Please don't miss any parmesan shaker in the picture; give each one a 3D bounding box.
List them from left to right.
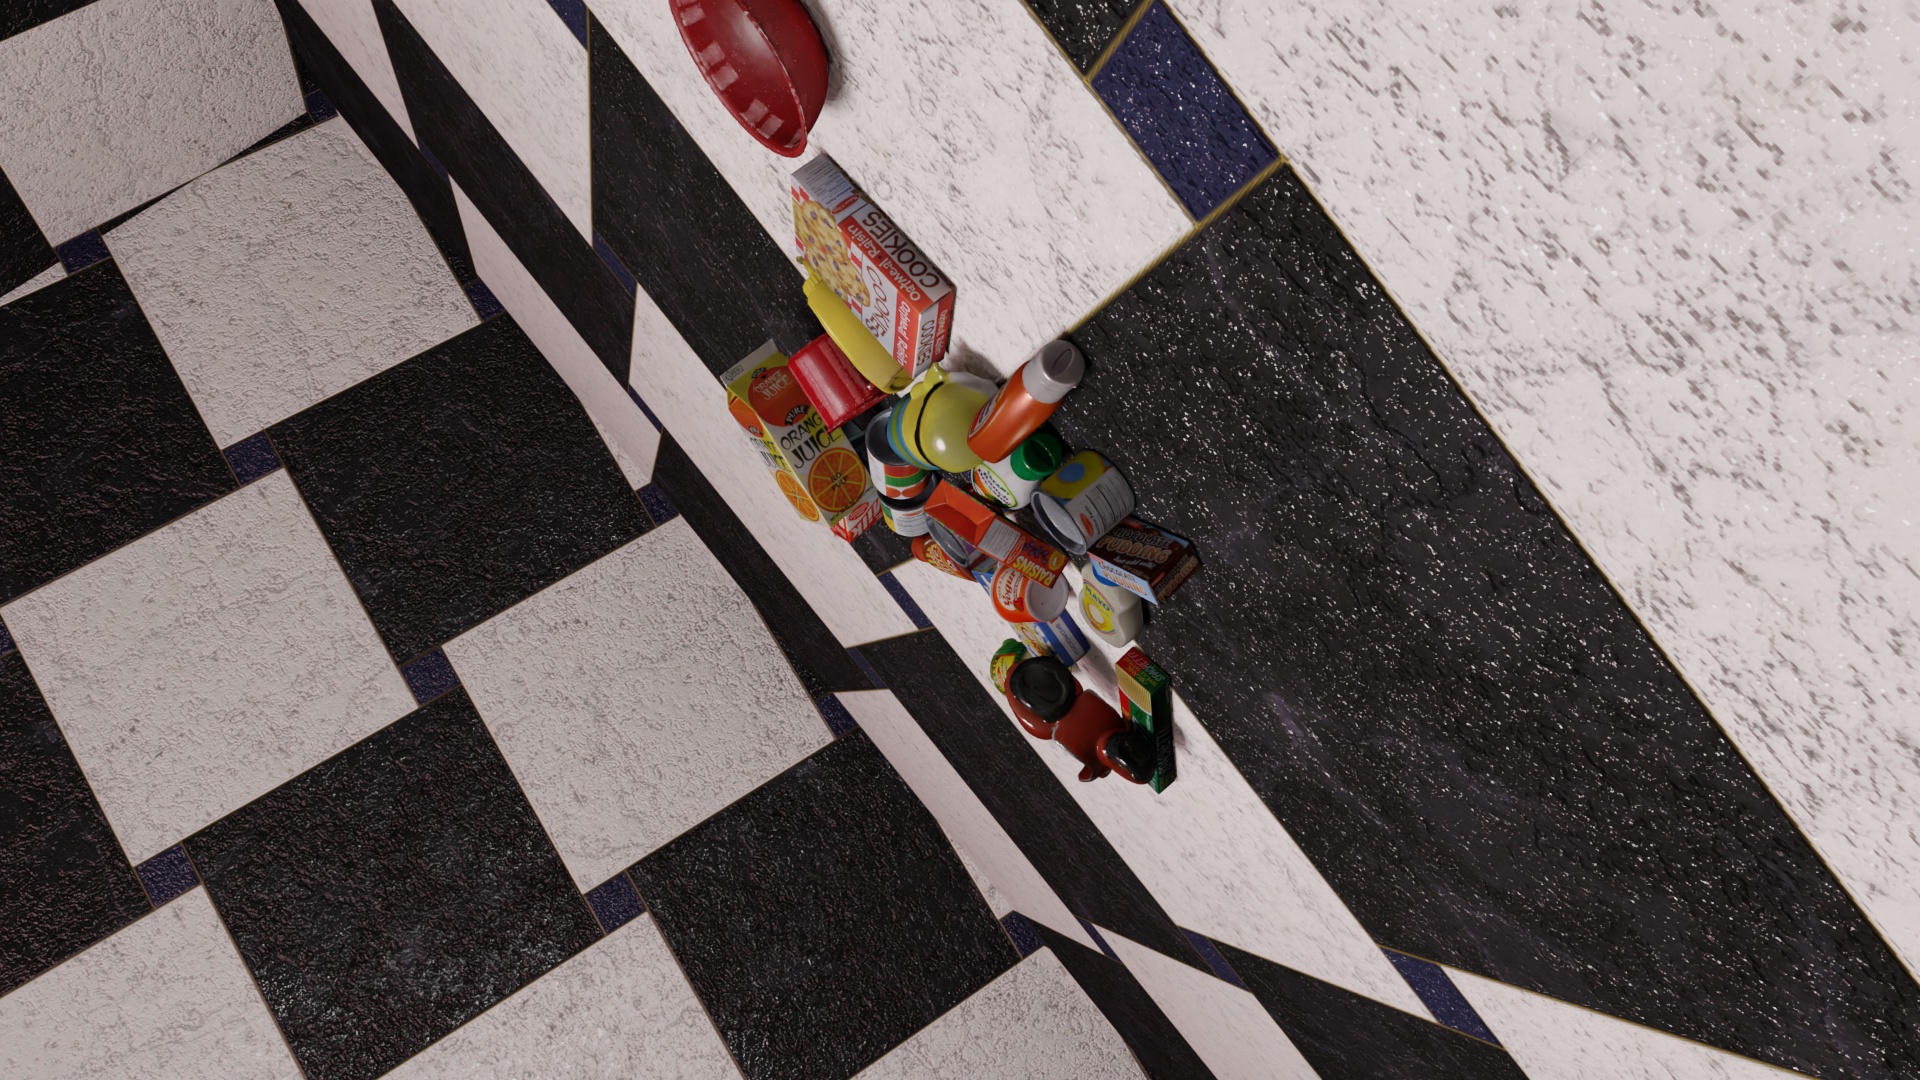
[{"bbox_3d":[0.078,0.143,1.577,0.071,0.071,0.103,51,164,-4],"label":"parmesan shaker"}]

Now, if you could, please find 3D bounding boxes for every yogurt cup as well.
[{"bbox_3d":[0.071,0.052,1.389,0.054,0.072,0.072,6,134,57],"label":"yogurt cup"}]

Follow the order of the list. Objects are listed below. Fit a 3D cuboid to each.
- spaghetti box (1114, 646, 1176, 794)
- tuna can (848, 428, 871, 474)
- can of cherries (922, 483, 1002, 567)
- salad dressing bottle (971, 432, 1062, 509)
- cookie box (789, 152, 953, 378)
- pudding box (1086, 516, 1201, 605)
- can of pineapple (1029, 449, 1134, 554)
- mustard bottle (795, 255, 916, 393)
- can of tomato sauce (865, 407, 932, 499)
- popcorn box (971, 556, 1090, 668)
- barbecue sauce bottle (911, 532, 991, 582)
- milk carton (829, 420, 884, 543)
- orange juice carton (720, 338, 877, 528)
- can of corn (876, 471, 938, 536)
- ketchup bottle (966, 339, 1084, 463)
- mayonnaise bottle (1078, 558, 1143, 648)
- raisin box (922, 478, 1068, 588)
[{"bbox_3d":[0.193,0.191,1.433,0.050,0.029,0.248,42,162,30],"label":"spaghetti box"},{"bbox_3d":[-0.109,-0.096,1.547,0.032,0.071,0.071,57,163,-18],"label":"tuna can"},{"bbox_3d":[0.005,-0.018,1.419,0.071,0.058,0.071,46,165,17],"label":"can of cherries"},{"bbox_3d":[0.050,-0.063,1.214,0.064,0.044,0.147,50,164,-3],"label":"salad dressing bottle"},{"bbox_3d":[-0.076,-0.232,1.186,0.167,0.040,0.122,48,165,11],"label":"cookie box"},{"bbox_3d":[0.147,0.015,1.115,0.084,0.050,0.030,30,156,53],"label":"pudding box"},{"bbox_3d":[0.098,-0.032,1.126,0.071,0.058,0.070,46,163,18],"label":"can of pineapple"},{"bbox_3d":[-0.100,-0.206,1.275,0.160,0.048,0.065,50,-163,10],"label":"mustard bottle"},{"bbox_3d":[-0.060,-0.089,1.429,0.071,0.071,0.082,45,164,17],"label":"can of tomato sauce"},{"bbox_3d":[0.075,0.073,1.474,0.126,0.038,0.085,54,165,-15],"label":"popcorn box"},{"bbox_3d":[-0.013,0.012,1.565,0.064,0.044,0.148,54,165,-16],"label":"barbecue sauce bottle"},{"bbox_3d":[-0.133,-0.062,1.678,0.073,0.072,0.189,46,163,17],"label":"milk carton"},{"bbox_3d":[-0.174,-0.112,1.450,0.073,0.072,0.192,14,140,56],"label":"orange juice carton"},{"bbox_3d":[-0.055,-0.048,1.507,0.071,0.071,0.058,43,163,25],"label":"can of corn"},{"bbox_3d":[0.052,-0.110,1.076,0.043,0.065,0.148,36,156,-6],"label":"ketchup bottle"},{"bbox_3d":[0.134,0.041,1.227,0.065,0.041,0.147,45,164,24],"label":"mayonnaise bottle"},{"bbox_3d":[0.035,-0.005,1.316,0.123,0.040,0.086,29,-176,-46],"label":"raisin box"}]
